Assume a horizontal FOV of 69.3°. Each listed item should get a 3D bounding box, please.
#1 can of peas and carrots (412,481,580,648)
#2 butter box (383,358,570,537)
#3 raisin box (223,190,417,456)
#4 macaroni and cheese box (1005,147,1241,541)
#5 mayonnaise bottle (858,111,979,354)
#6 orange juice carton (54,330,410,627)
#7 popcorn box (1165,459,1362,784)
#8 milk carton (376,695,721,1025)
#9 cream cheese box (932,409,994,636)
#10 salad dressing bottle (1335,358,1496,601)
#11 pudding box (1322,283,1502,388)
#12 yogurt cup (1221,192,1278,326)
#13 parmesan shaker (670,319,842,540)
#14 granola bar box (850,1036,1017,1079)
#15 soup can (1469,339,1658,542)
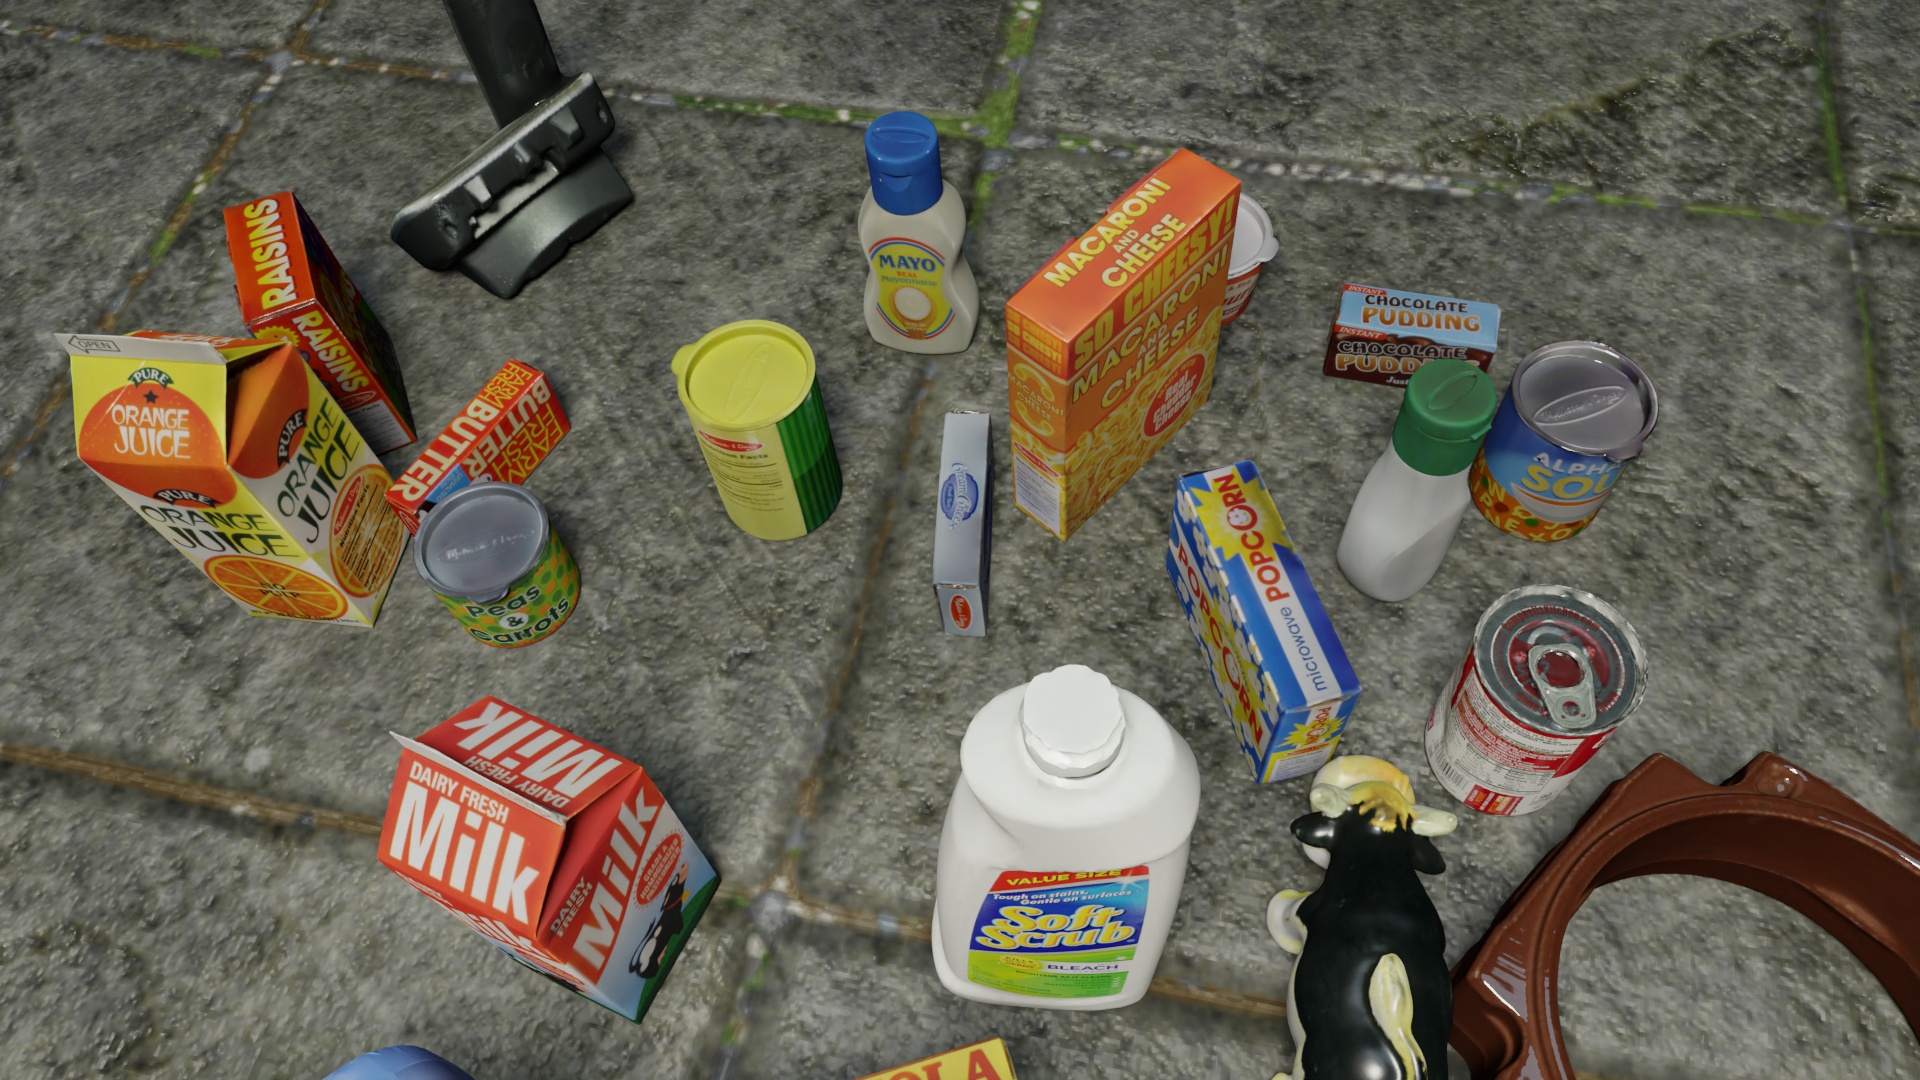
[{"bbox_3d":[-0.230,0.015,0.697,0.071,0.058,0.071,-2,59,3],"label":"can of peas and carrots"},{"bbox_3d":[-0.254,-0.043,0.737,0.024,0.053,0.104,26,64,18],"label":"butter box"},{"bbox_3d":[-0.342,-0.112,0.744,0.040,0.122,0.086,-21,60,-8],"label":"raisin box"},{"bbox_3d":[0.076,-0.090,0.677,0.040,0.165,0.124,37,68,23],"label":"macaroni and cheese box"},{"bbox_3d":[-0.025,-0.159,0.736,0.065,0.147,0.041,7,60,8],"label":"mayonnaise bottle"},{"bbox_3d":[-0.338,-0.036,0.657,0.072,0.191,0.073,5,60,7],"label":"orange juice carton"},{"bbox_3d":[0.136,0.038,0.643,0.038,0.084,0.127,-15,59,-5],"label":"popcorn box"},{"bbox_3d":[-0.160,0.125,0.549,0.072,0.189,0.074,21,63,16],"label":"milk carton"},{"bbox_3d":[0.002,-0.009,0.699,0.024,0.053,0.104,1,59,5],"label":"cream cheese box"},{"bbox_3d":[0.210,-0.025,0.639,0.064,0.147,0.044,-34,63,-15],"label":"salad dressing bottle"},{"bbox_3d":[0.241,-0.107,0.743,0.084,0.049,0.030,11,61,11],"label":"pudding box"},{"bbox_3d":[0.137,-0.156,0.778,0.072,0.053,0.073,-2,59,3],"label":"yogurt cup"},{"bbox_3d":[-0.101,-0.055,0.704,0.071,0.102,0.071,-2,59,3],"label":"parmesan shaker"},{"bbox_3d":[-0.055,0.236,0.514,0.166,0.123,0.039,-15,59,-5],"label":"granola bar box"},{"bbox_3d":[0.295,-0.045,0.682,0.071,0.083,0.071,-2,59,3],"label":"soup can"}]
